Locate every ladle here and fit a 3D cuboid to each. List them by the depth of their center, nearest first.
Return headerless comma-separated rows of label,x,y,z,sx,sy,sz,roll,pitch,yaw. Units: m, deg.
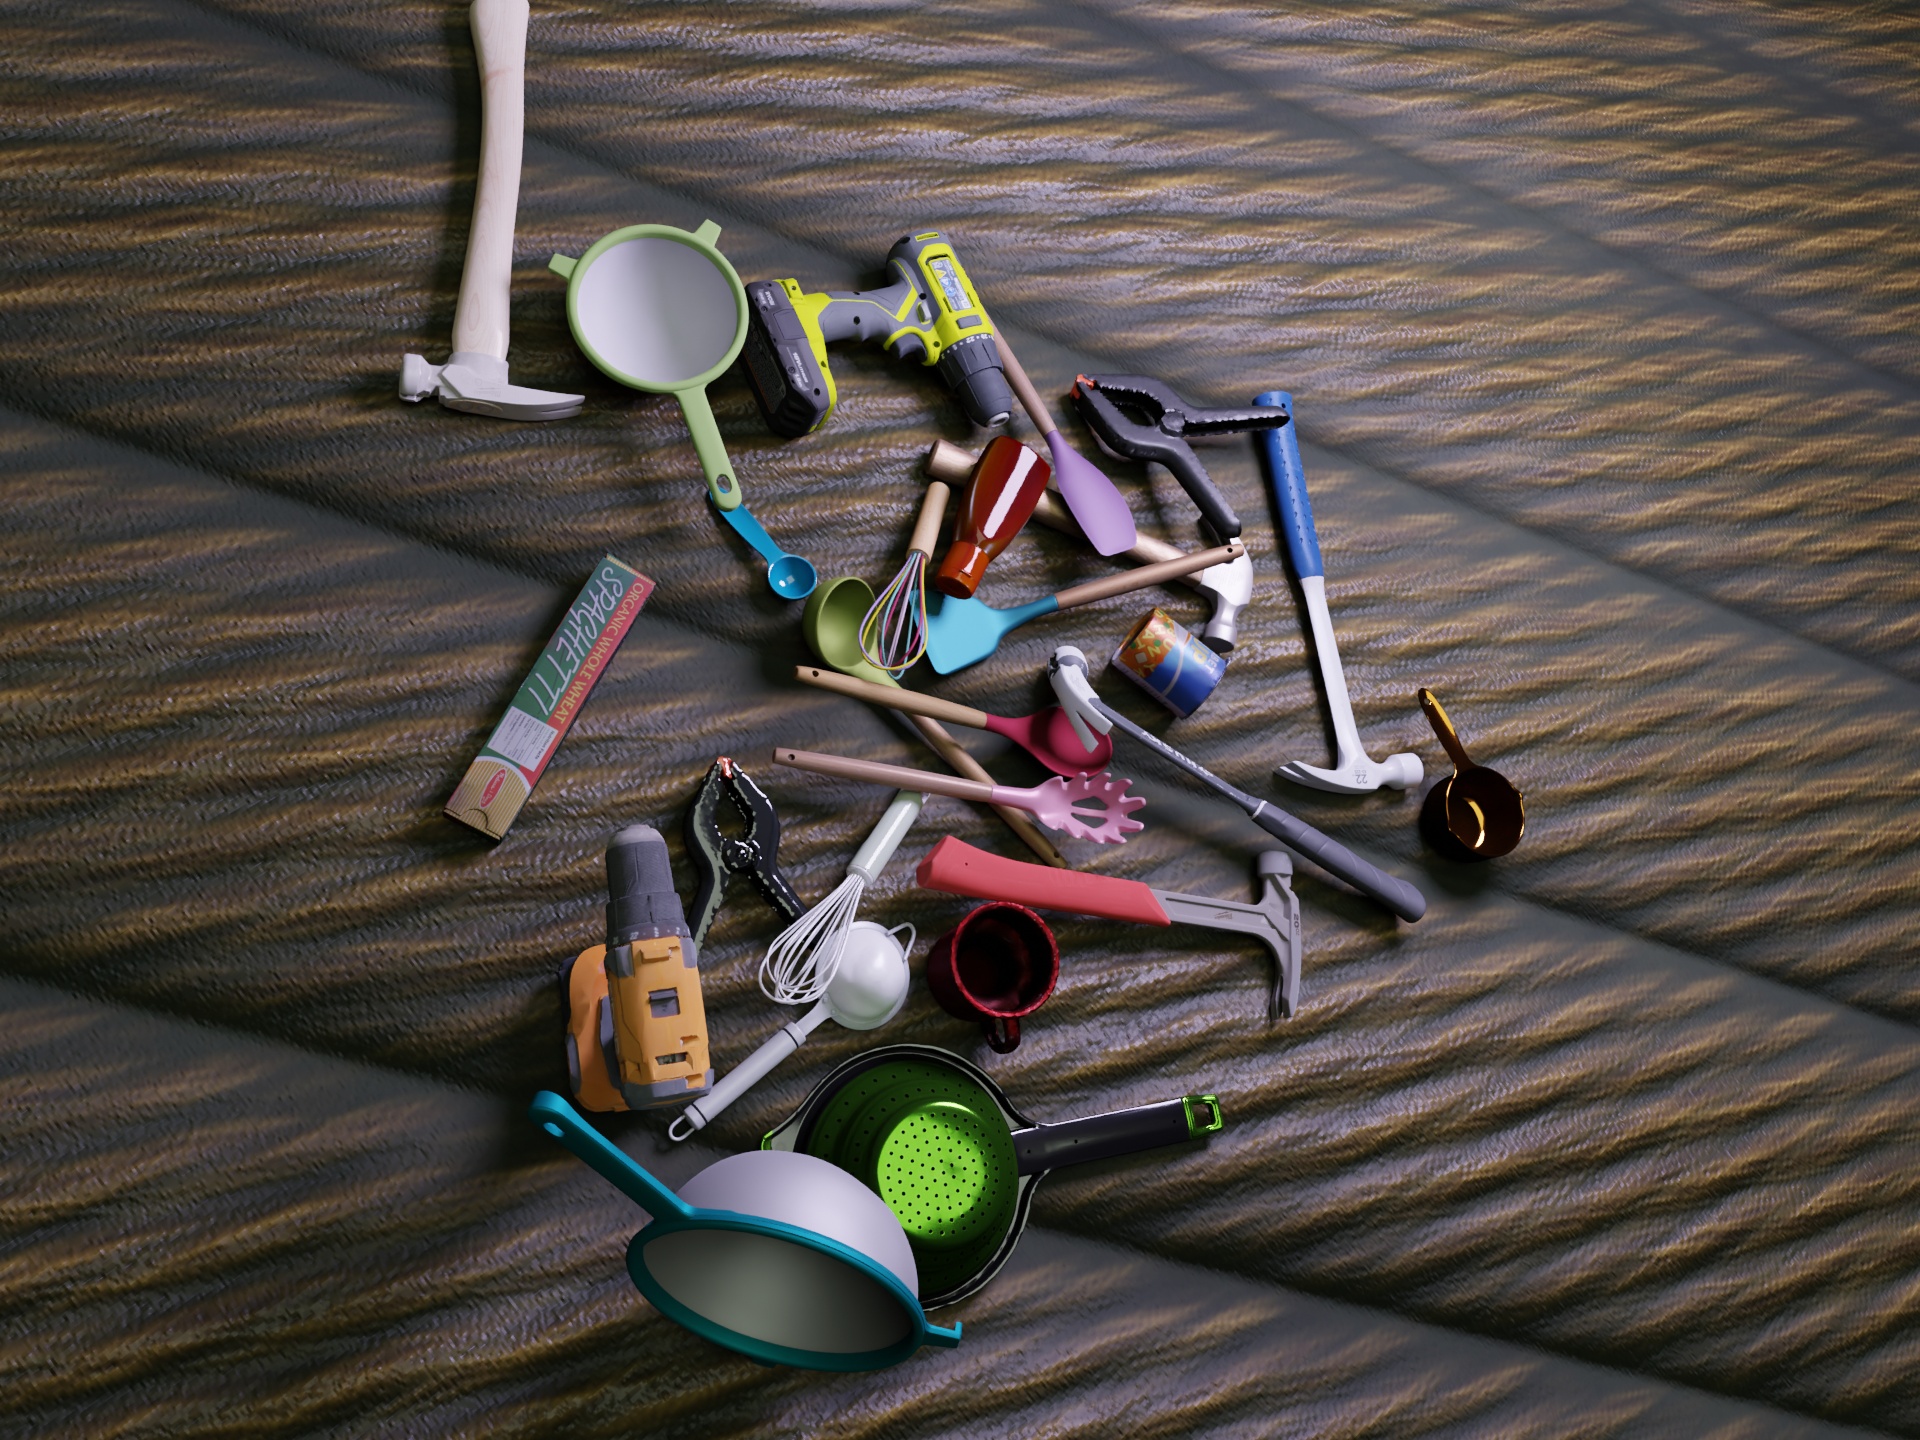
ladle,-0.002,-0.004,1.329,0.315,0.031,0.069,15,58,-33
ladle,-0.015,0.008,1.350,0.320,0.062,0.078,47,55,-4

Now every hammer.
hammer,0.133,0.161,1.352,0.359,0.036,0.149,11,70,-22
hammer,-0.390,-0.450,1.367,0.146,0.038,0.411,5,71,-20
hammer,0.251,0.072,1.407,0.408,0.149,0.036,31,108,-15
hammer,0.122,-0.182,1.473,0.331,0.031,0.130,22,67,-12
hammer,0.335,-0.126,1.531,0.144,0.035,0.406,-4,75,-21

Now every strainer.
strainer,-0.155,0.322,1.080,0.340,0.211,0.095,49,38,-28
strainer,-0.123,0.243,1.246,0.258,0.050,0.087,-38,103,-22
strainer,-0.241,-0.291,1.355,0.151,0.069,0.256,-19,86,-18

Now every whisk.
whisk,-0.085,0.130,1.272,0.059,0.057,0.246,14,47,22
whisk,-0.037,-0.123,1.352,0.051,0.047,0.245,52,34,-32

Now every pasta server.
pasta server,0.001,0.055,1.318,0.316,0.040,0.060,11,77,-16

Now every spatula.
spatula,0.111,-0.114,1.422,0.317,0.044,0.082,-17,75,-11
spatula,0.073,-0.286,1.472,0.060,0.018,0.316,-21,73,-30

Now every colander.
colander,0.048,0.340,1.245,0.397,0.094,0.205,-6,76,-21

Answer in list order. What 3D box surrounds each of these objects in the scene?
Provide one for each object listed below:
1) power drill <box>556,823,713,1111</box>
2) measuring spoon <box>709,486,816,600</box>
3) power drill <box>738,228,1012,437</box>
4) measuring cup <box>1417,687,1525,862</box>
power drill,-0.231,0.183,1.119,0.084,0.226,0.185,-5,75,-22
measuring spoon,-0.173,-0.150,1.366,0.042,0.021,0.129,-38,80,-25
power drill,-0.072,-0.332,1.425,0.228,0.080,0.191,-20,80,-27
measuring cup,0.465,0.054,1.514,0.095,0.052,0.174,-20,79,-24
